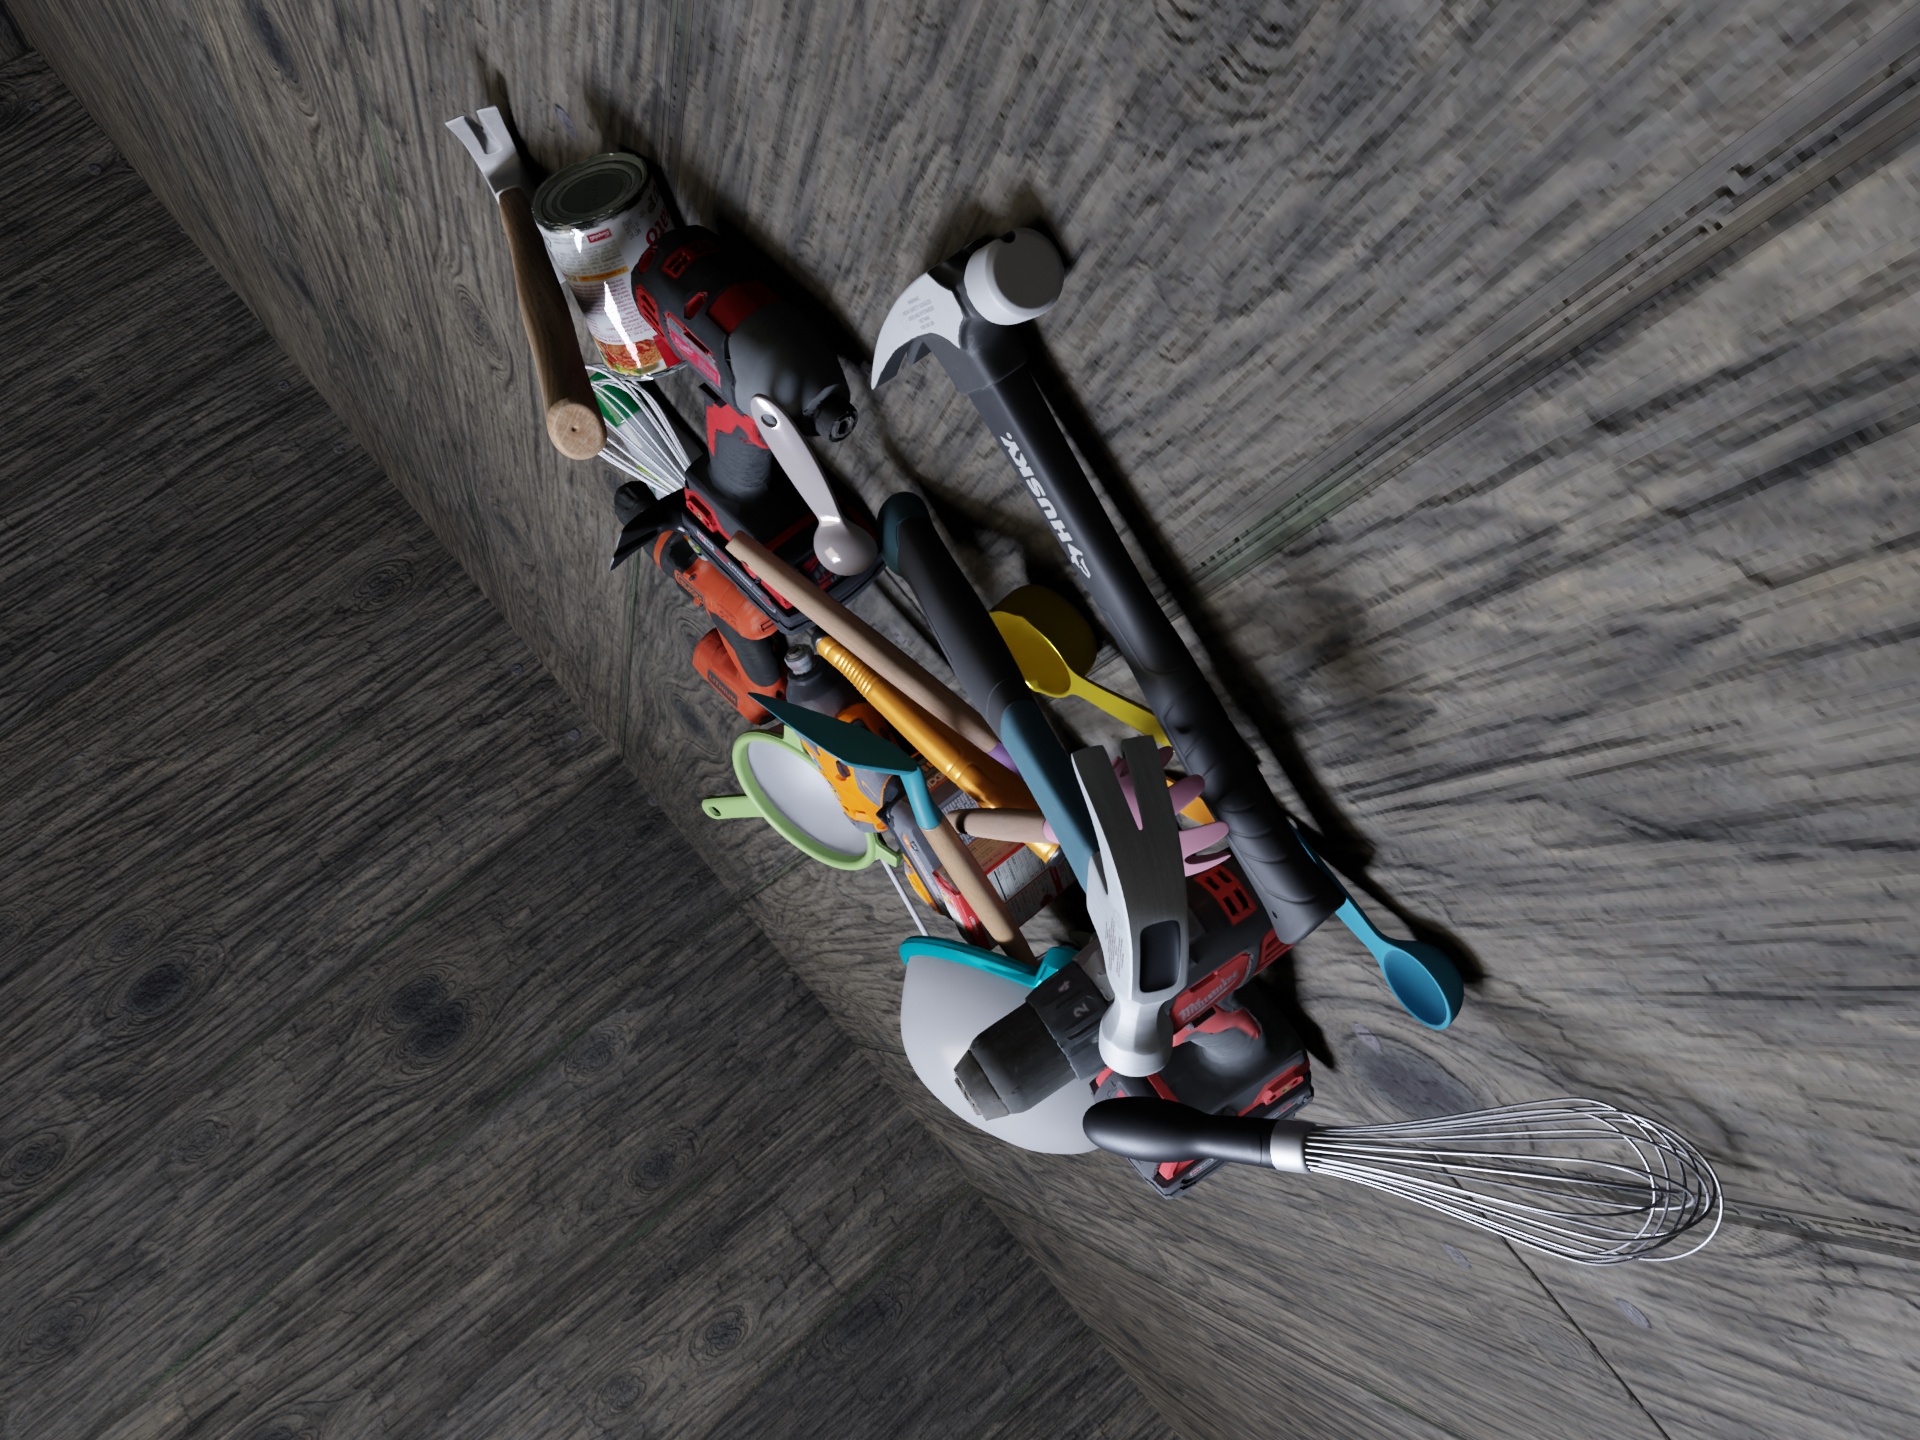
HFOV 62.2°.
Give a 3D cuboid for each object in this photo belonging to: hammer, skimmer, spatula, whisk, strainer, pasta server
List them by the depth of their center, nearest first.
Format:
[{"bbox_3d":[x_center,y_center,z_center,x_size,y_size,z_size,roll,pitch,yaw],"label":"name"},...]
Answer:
[{"bbox_3d":[0.072,-0.042,0.672,0.334,0.035,0.146,58,162,-16],"label":"hammer"},{"bbox_3d":[0.176,0.188,0.692,0.285,0.070,0.070,-3,131,35],"label":"whisk"},{"bbox_3d":[0.022,-0.005,0.714,0.331,0.033,0.128,-119,23,-48],"label":"hammer"},{"bbox_3d":[0.046,0.050,0.802,0.060,0.040,0.316,61,165,-6],"label":"pasta server"},{"bbox_3d":[-0.001,-0.003,0.886,0.315,0.018,0.060,38,166,-13],"label":"spatula"},{"bbox_3d":[-0.237,-0.245,0.892,0.332,0.031,0.129,-116,5,-47],"label":"hammer"},{"bbox_3d":[-0.017,0.077,0.908,0.082,0.044,0.317,32,163,39],"label":"spatula"},{"bbox_3d":[-0.060,-0.029,0.974,0.337,0.127,0.034,41,134,11],"label":"hammer"},{"bbox_3d":[0.041,0.209,0.990,0.211,0.095,0.340,23,164,6],"label":"strainer"},{"bbox_3d":[-0.171,-0.145,1.068,0.246,0.058,0.059,45,144,-23],"label":"whisk"},{"bbox_3d":[-0.142,0.054,1.364,0.256,0.069,0.151,-8,123,55],"label":"strainer"},{"bbox_3d":[-0.015,0.154,1.382,0.363,0.090,0.127,59,162,7],"label":"skimmer"}]

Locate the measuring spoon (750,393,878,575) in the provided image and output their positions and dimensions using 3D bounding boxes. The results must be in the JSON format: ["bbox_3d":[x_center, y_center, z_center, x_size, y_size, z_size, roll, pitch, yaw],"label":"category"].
[{"bbox_3d":[-0.076,-0.112,0.789,0.034,0.018,0.124,1,145,25],"label":"measuring spoon"}]

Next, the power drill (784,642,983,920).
[{"bbox_3d":[-0.047,0.036,1.118,0.227,0.084,0.164,34,157,54],"label":"power drill"}]

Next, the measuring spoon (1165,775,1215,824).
[{"bbox_3d":[0.123,0.042,0.783,0.021,0.011,0.117,64,168,-18],"label":"measuring spoon"}]

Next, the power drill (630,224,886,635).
[{"bbox_3d":[-0.102,-0.149,0.863,0.143,0.078,0.219,44,160,21],"label":"power drill"}]

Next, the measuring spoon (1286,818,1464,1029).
[{"bbox_3d":[0.183,0.082,0.717,0.129,0.021,0.042,53,161,27],"label":"measuring spoon"}]

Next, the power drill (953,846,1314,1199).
[{"bbox_3d":[0.099,0.174,0.838,0.080,0.188,0.226,52,171,35],"label":"power drill"}]

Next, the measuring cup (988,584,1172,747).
[{"bbox_3d":[0.079,-0.018,0.760,0.157,0.029,0.062,32,156,26],"label":"measuring cup"}]

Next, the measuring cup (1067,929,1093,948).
[{"bbox_3d":[0.105,0.171,1.073,0.083,0.038,0.168,56,161,-18],"label":"measuring cup"}]
